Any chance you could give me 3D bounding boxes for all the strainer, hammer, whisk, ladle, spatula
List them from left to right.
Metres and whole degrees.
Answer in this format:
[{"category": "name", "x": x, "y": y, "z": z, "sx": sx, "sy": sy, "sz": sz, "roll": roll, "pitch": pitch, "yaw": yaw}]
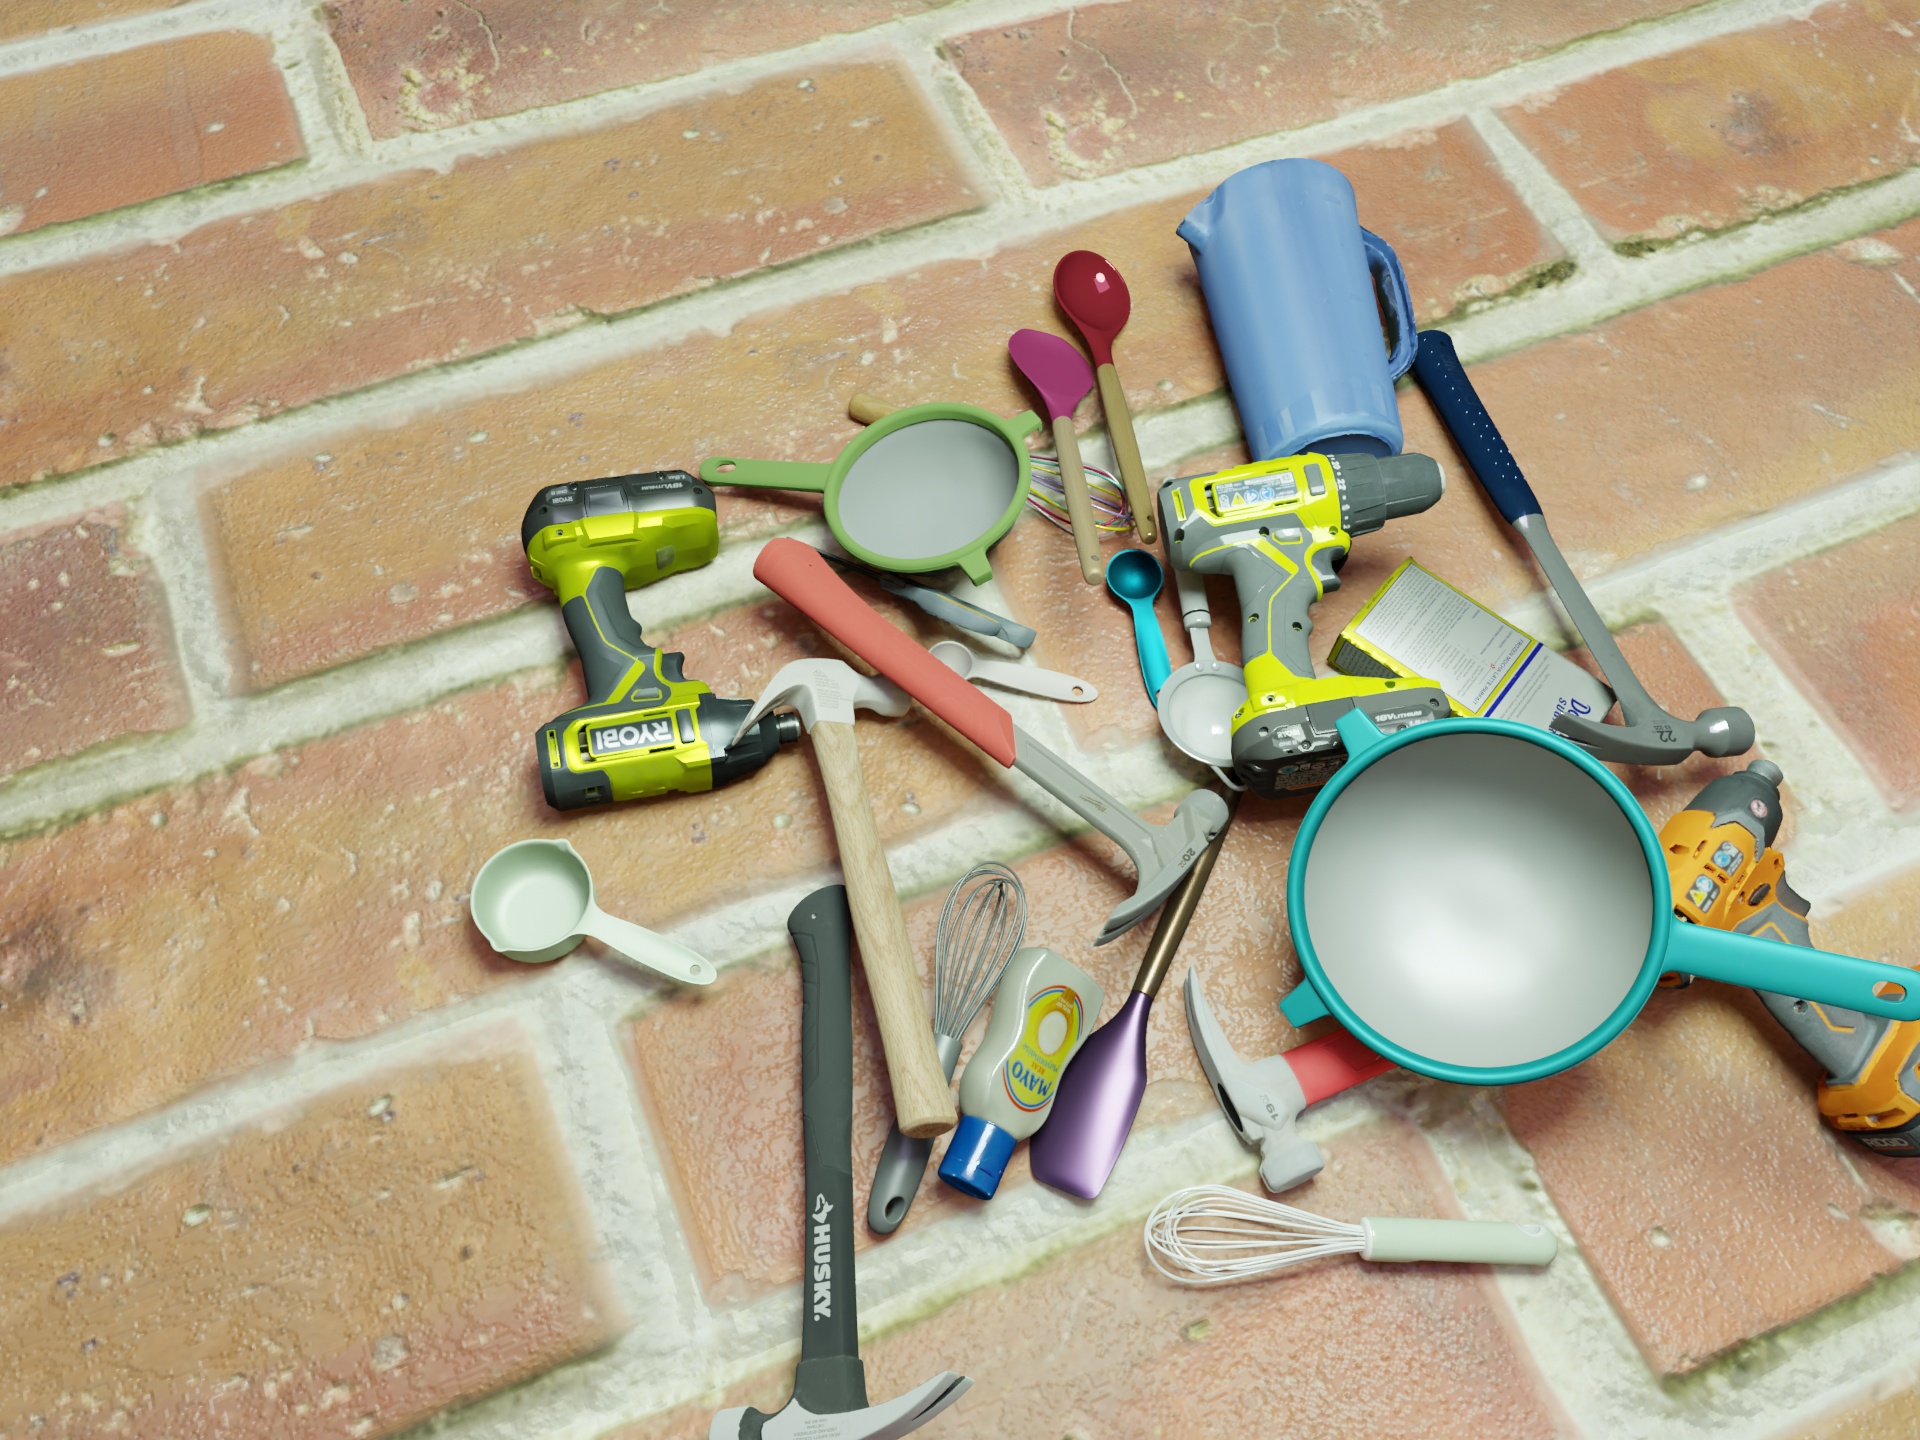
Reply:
[{"category": "hammer", "x": -0.073, "y": 0.251, "z": 0.931, "sx": 0.146, "sy": 0.035, "sz": 0.335, "roll": -16, "pitch": 55, "yaw": 18}, {"category": "hammer", "x": -0.060, "y": 0.098, "z": 0.988, "sx": 0.130, "sy": 0.031, "sz": 0.332, "roll": 6, "pitch": 51, "yaw": -30}, {"category": "strainer", "x": -0.068, "y": -0.159, "z": 1.164, "sx": 0.256, "sy": 0.069, "sz": 0.152, "roll": 7, "pitch": 61, "yaw": 19}, {"category": "whisk", "x": -0.011, "y": 0.196, "z": 0.976, "sx": 0.055, "sy": 0.055, "sz": 0.239, "roll": 17, "pitch": 66, "yaw": 7}, {"category": "hammer", "x": -0.002, "y": -0.003, "z": 1.041, "sx": 0.359, "sy": 0.036, "sz": 0.149, "roll": 37, "pitch": 44, "yaw": 16}, {"category": "whisk", "x": 0.023, "y": -0.195, "z": 1.192, "sx": 0.245, "sy": 0.051, "sz": 0.047, "roll": 25, "pitch": 69, "yaw": 14}, {"category": "ladle", "x": 0.116, "y": -0.248, "z": 1.203, "sx": 0.069, "sy": 0.031, "sz": 0.316, "roll": 9, "pitch": 49, "yaw": -19}, {"category": "spatula", "x": 0.124, "y": 0.154, "z": 1.019, "sx": 0.060, "sy": 0.018, "sz": 0.316, "roll": 18, "pitch": 62, "yaw": 22}, {"category": "strainer", "x": 0.168, "y": -0.061, "z": 1.113, "sx": 0.087, "sy": 0.050, "sz": 0.259, "roll": -1, "pitch": 65, "yaw": -11}, {"category": "whisk", "x": 0.229, "y": 0.304, "z": 0.930, "sx": 0.246, "sy": 0.058, "sz": 0.059, "roll": 3, "pitch": 96, "yaw": -4}, {"category": "hammer", "x": 0.335, "y": 0.159, "z": 1.013, "sx": 0.386, "sy": 0.038, "sz": 0.143, "roll": -20, "pitch": 62, "yaw": -12}, {"category": "hammer", "x": 0.409, "y": -0.136, "z": 1.146, "sx": 0.144, "sy": 0.035, "sz": 0.406, "roll": -4, "pitch": 54, "yaw": -17}, {"category": "strainer", "x": 0.366, "y": 0.116, "z": 0.927, "sx": 0.340, "sy": 0.095, "sz": 0.211, "roll": 11, "pitch": 92, "yaw": 20}]

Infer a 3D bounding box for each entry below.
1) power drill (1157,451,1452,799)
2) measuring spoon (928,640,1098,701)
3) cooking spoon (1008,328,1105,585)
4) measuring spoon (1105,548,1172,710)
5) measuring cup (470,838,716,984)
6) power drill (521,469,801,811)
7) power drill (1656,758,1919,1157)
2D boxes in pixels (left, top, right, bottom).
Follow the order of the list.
[{"category": "power drill", "x": 0.243, "y": -0.075, "z": 1.049, "sx": 0.190, "sy": 0.080, "sz": 0.229, "roll": -10, "pitch": 65, "yaw": 3}, {"category": "measuring spoon", "x": 0.035, "y": -0.028, "z": 1.120, "sx": 0.124, "sy": 0.018, "sz": 0.034, "roll": 12, "pitch": 61, "yaw": -3}, {"category": "cooking spoon", "x": 0.077, "y": -0.201, "z": 1.158, "sx": 0.068, "sy": 0.017, "sz": 0.319, "roll": 11, "pitch": 41, "yaw": -15}, {"category": "measuring spoon", "x": 0.133, "y": -0.062, "z": 1.141, "sx": 0.042, "sy": 0.021, "sz": 0.129, "roll": -8, "pitch": 71, "yaw": -6}, {"category": "measuring cup", "x": -0.229, "y": 0.135, "z": 1.007, "sx": 0.167, "sy": 0.038, "sz": 0.083, "roll": 23, "pitch": 63, "yaw": 8}, {"category": "power drill", "x": -0.211, "y": -0.055, "z": 1.090, "sx": 0.171, "sy": 0.080, "sz": 0.223, "roll": -9, "pitch": 65, "yaw": -12}, {"category": "power drill", "x": 0.524, "y": 0.139, "z": 0.978, "sx": 0.226, "sy": 0.084, "sz": 0.164, "roll": 39, "pitch": 73, "yaw": 5}]
